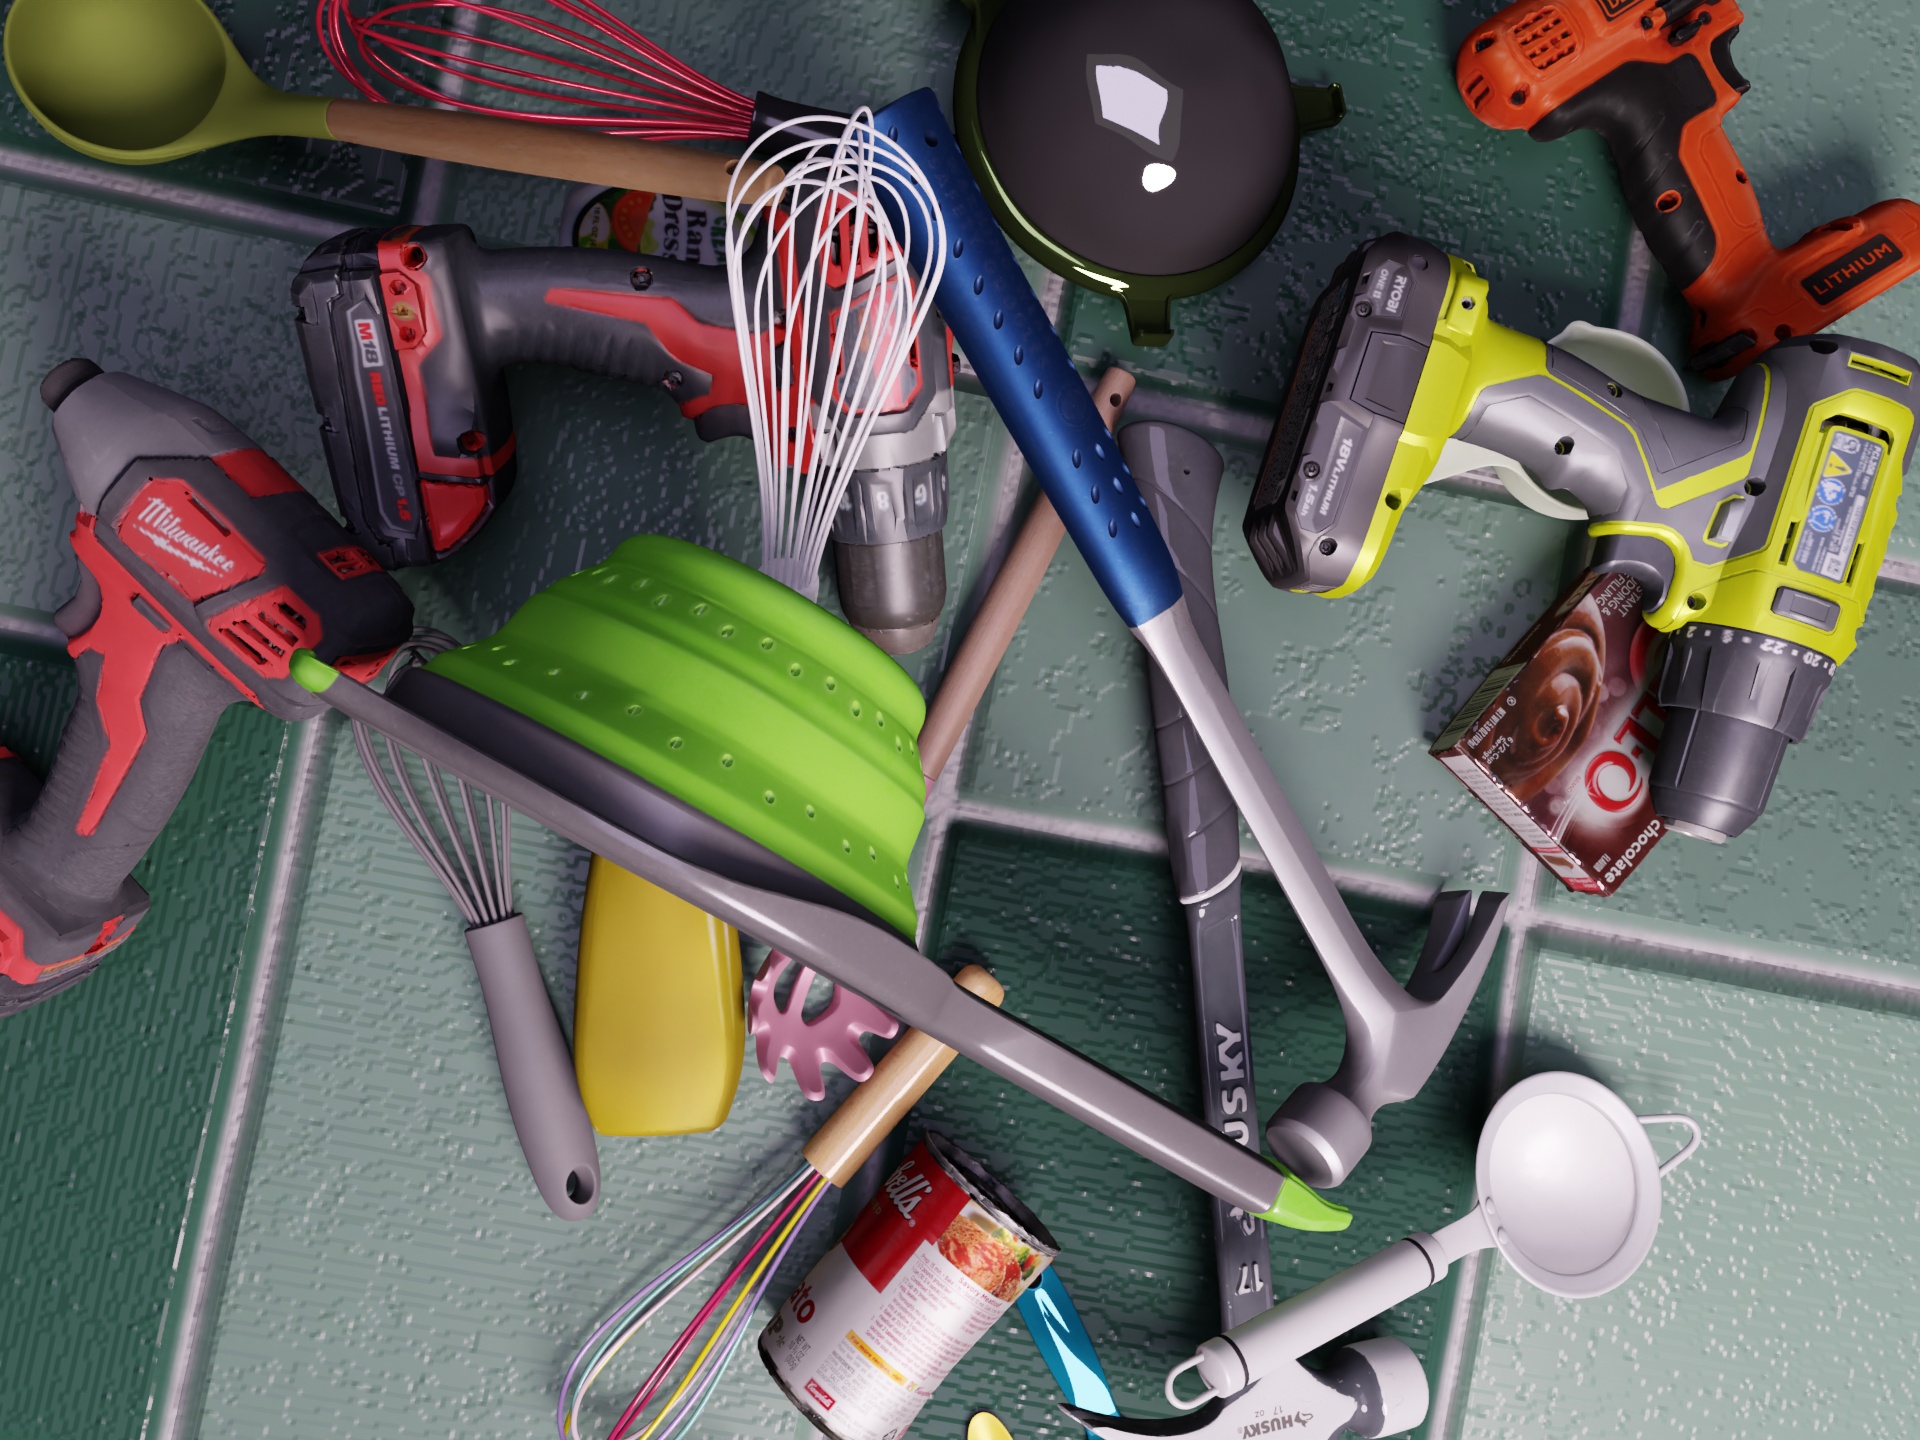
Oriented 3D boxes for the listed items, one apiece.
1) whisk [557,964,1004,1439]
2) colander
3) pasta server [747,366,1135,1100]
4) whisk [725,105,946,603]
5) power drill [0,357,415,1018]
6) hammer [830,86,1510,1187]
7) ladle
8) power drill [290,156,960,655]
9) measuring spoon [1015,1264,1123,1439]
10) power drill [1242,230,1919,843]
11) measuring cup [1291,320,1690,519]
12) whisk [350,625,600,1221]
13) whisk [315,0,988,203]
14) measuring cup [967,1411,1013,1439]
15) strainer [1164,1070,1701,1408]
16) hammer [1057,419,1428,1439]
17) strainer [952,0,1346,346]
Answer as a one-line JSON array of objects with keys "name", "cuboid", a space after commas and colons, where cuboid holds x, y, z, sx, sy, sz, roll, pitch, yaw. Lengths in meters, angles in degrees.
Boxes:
[{"name": "whisk", "cuboid": [-0.067, 0.194, 0.618, 0.051, 0.047, 0.245, 42, 82, -1]}, {"name": "colander", "cuboid": [-0.012, 0.048, 0.521, 0.396, 0.204, 0.094, 32, 78, -17]}, {"name": "pasta server", "cuboid": [-0.001, -0.002, 0.634, 0.060, 0.040, 0.316, 30, 84, -25]}, {"name": "whisk", "cuboid": [-0.056, -0.070, 0.549, 0.070, 0.070, 0.284, 10, 131, -4]}, {"name": "power drill", "cuboid": [-0.308, -0.012, 0.556, 0.143, 0.078, 0.219, 45, 103, -2]}, {"name": "hammer", "cuboid": [0.079, -0.034, 0.574, 0.144, 0.035, 0.405, -39, 106, -31]}, {"name": "ladle", "cuboid": [-0.206, -0.217, 0.561, 0.320, 0.062, 0.078, 16, 76, 21]}, {"name": "power drill", "cuboid": [-0.111, -0.107, 0.597, 0.226, 0.080, 0.187, -6, 114, -4]}, {"name": "measuring spoon", "cuboid": [0.051, 0.268, 0.633, 0.042, 0.021, 0.128, -27, 91, -6]}, {"name": "power drill", "cuboid": [0.231, -0.072, 0.602, 0.228, 0.080, 0.190, 18, 90, -2]}, {"name": "measuring cup", "cuboid": [0.212, -0.111, 0.659, 0.167, 0.038, 0.083, -12, 90, 1]}, {"name": "whisk", "cuboid": [-0.181, 0.080, 0.611, 0.055, 0.055, 0.239, -16, 93, -5]}, {"name": "whisk", "cuboid": [-0.101, -0.242, 0.628, 0.295, 0.073, 0.073, 12, 87, -10]}, {"name": "measuring cup", "cuboid": [0.034, 0.352, 0.633, 0.062, 0.029, 0.157, -19, 78, -5]}, {"name": "strainer", "cuboid": [0.180, 0.201, 0.608, 0.258, 0.050, 0.087, -15, 80, -28]}, {"name": "hammer", "cuboid": [0.095, 0.083, 0.627, 0.149, 0.036, 0.409, -3, 84, -23]}, {"name": "strainer", "cuboid": [0.037, -0.281, 0.614, 0.256, 0.069, 0.151, 40, 74, -9]}]
